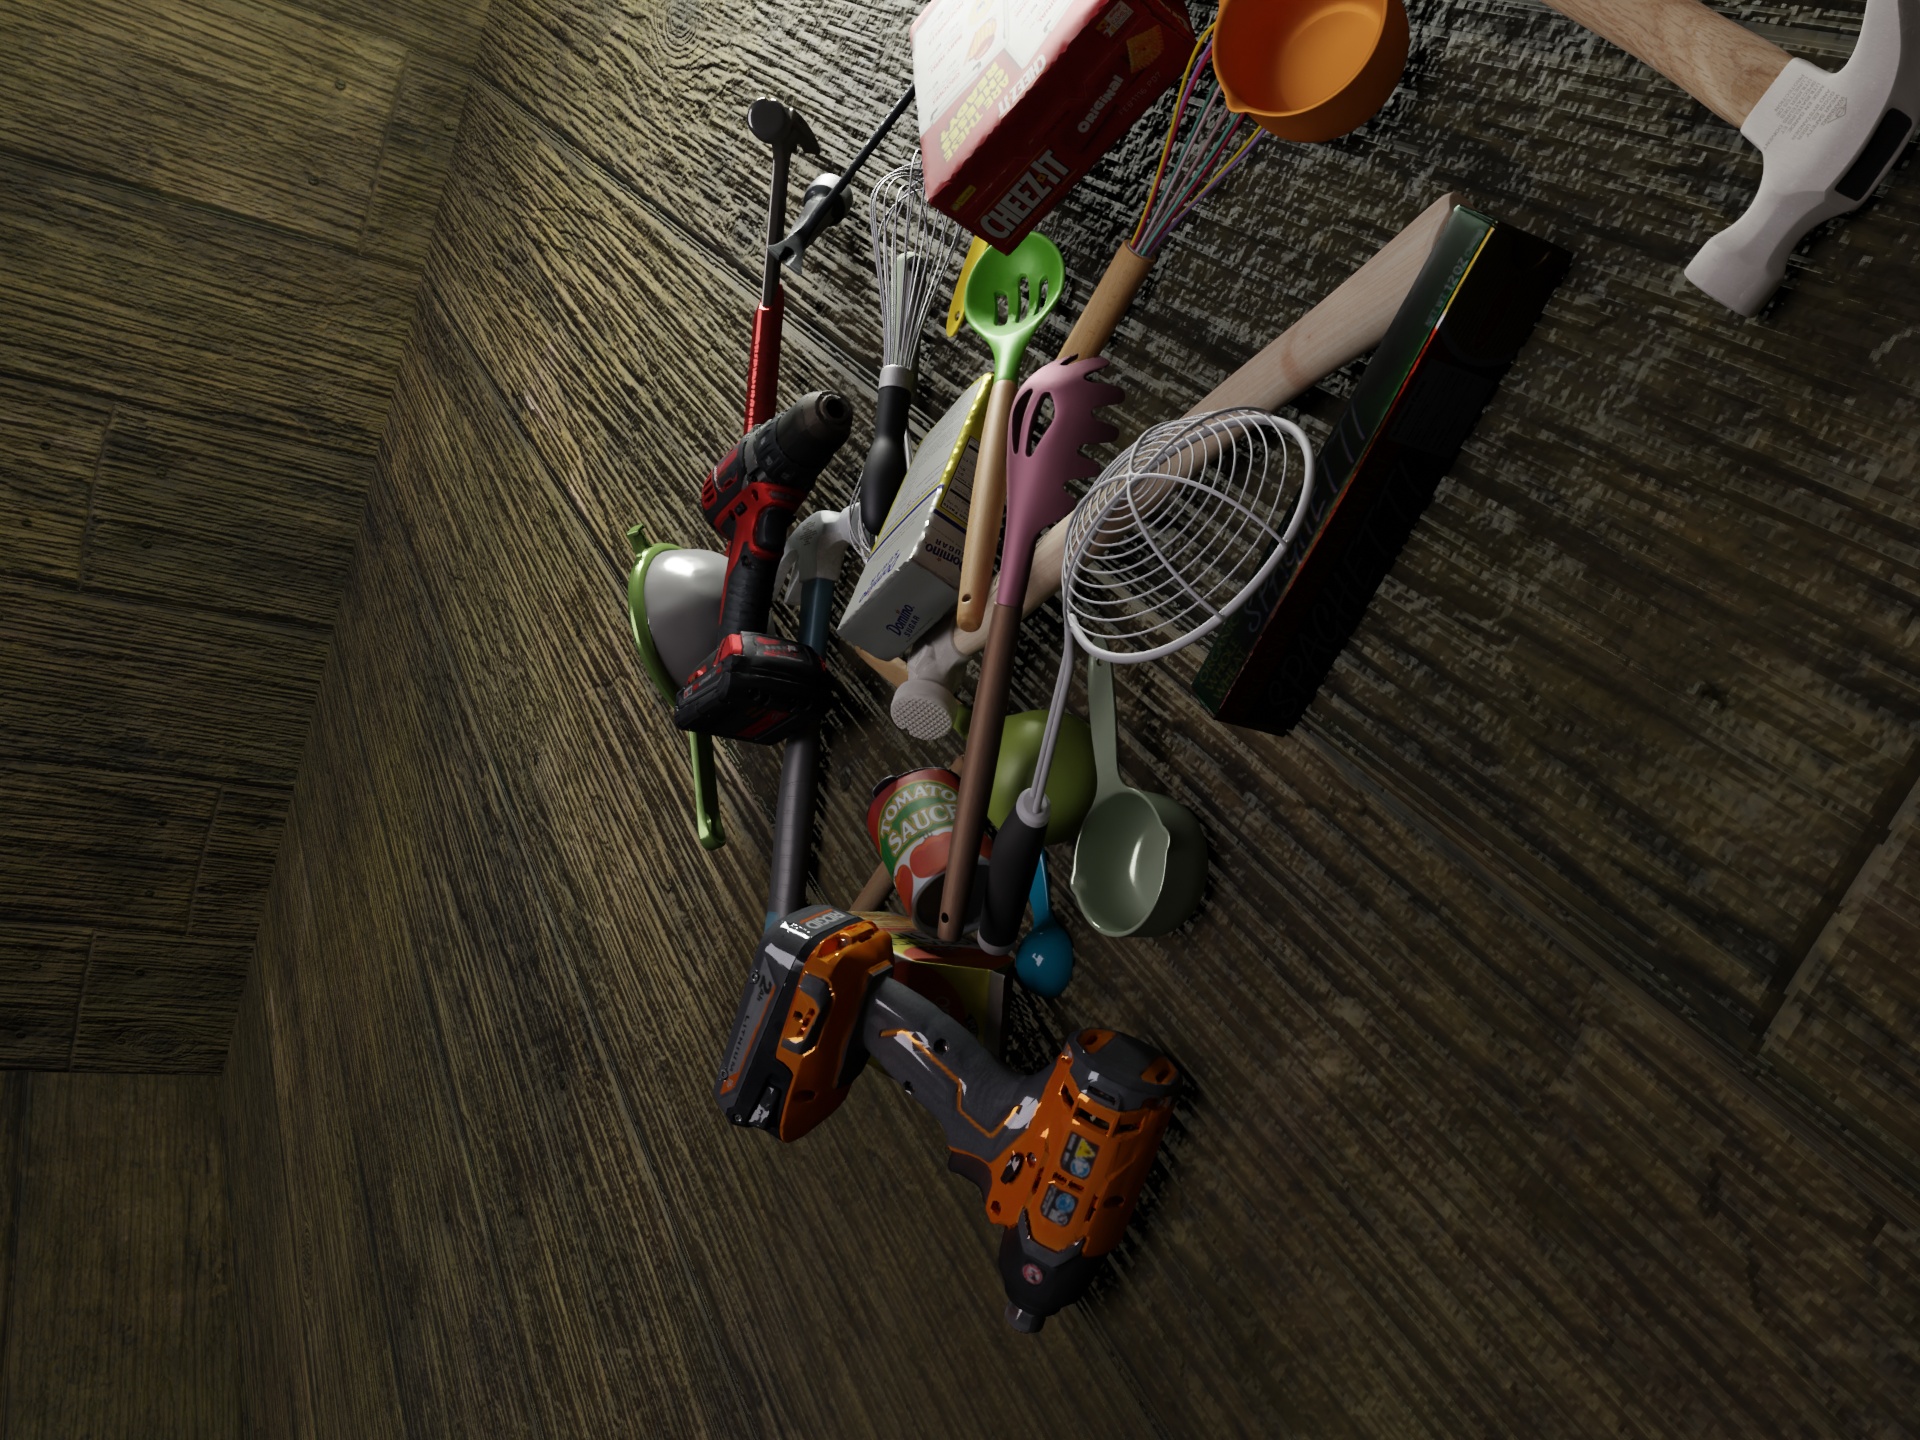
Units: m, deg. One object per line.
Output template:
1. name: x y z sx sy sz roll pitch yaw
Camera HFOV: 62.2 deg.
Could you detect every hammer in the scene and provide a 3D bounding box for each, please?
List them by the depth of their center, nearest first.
1. hammer: 0.265 -0.305 0.655 0.130 0.031 0.332 -58 38 32
2. hammer: 0.104 -0.136 0.841 0.410 0.038 0.146 -37 27 42
3. hammer: -0.011 -0.465 1.097 0.409 0.036 0.149 -40 20 40
4. hammer: -0.115 0.010 1.173 0.128 0.033 0.331 -6 77 56
5. hammer: -0.156 -0.304 1.288 0.149 0.036 0.359 -55 -29 -81

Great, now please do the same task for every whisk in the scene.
1. whisk: 0.108 -0.284 0.889 0.245 0.047 0.051 -57 40 37
2. whisk: -0.040 -0.258 1.074 0.070 0.070 0.285 -18 61 55
3. whisk: -0.044 -0.219 1.110 0.059 0.057 0.246 -17 63 50

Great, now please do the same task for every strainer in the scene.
1. strainer: -0.181 -0.028 1.221 0.069 0.151 0.257 -19 64 21

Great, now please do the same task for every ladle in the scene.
1. ladle: -0.002 -0.003 0.998 0.078 0.062 0.320 -55 27 1

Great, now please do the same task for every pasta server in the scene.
1. pasta server: 0.026 -0.034 0.832 0.060 0.040 0.316 22 106 44

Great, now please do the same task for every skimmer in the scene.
1. skimmer: 0.075 0.008 0.771 0.363 0.090 0.127 102 174 -47

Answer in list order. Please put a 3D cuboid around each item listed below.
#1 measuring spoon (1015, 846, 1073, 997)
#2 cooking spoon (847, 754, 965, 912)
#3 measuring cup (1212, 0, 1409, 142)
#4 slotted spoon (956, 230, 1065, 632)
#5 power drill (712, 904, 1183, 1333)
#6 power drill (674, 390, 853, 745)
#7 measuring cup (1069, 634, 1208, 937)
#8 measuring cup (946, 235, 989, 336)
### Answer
1. measuring spoon: 0.038 0.096 0.916 0.042 0.021 0.129 -38 53 47
2. cooking spoon: -0.069 0.133 1.080 0.318 0.017 0.069 -55 35 34
3. measuring cup: 0.148 -0.354 0.790 0.095 0.052 0.174 -50 60 19
4. slotted spoon: 0.022 -0.176 0.931 0.070 0.031 0.314 -11 50 24
5. power drill: -0.013 0.209 0.835 0.226 0.084 0.164 23 104 20
6. power drill: -0.133 -0.111 1.127 0.188 0.080 0.227 -27 57 56
7. measuring cup: 0.092 0.033 0.836 0.083 0.038 0.168 -35 51 49
8. measuring cup: 0.029 -0.322 1.040 0.062 0.029 0.156 55 130 48
